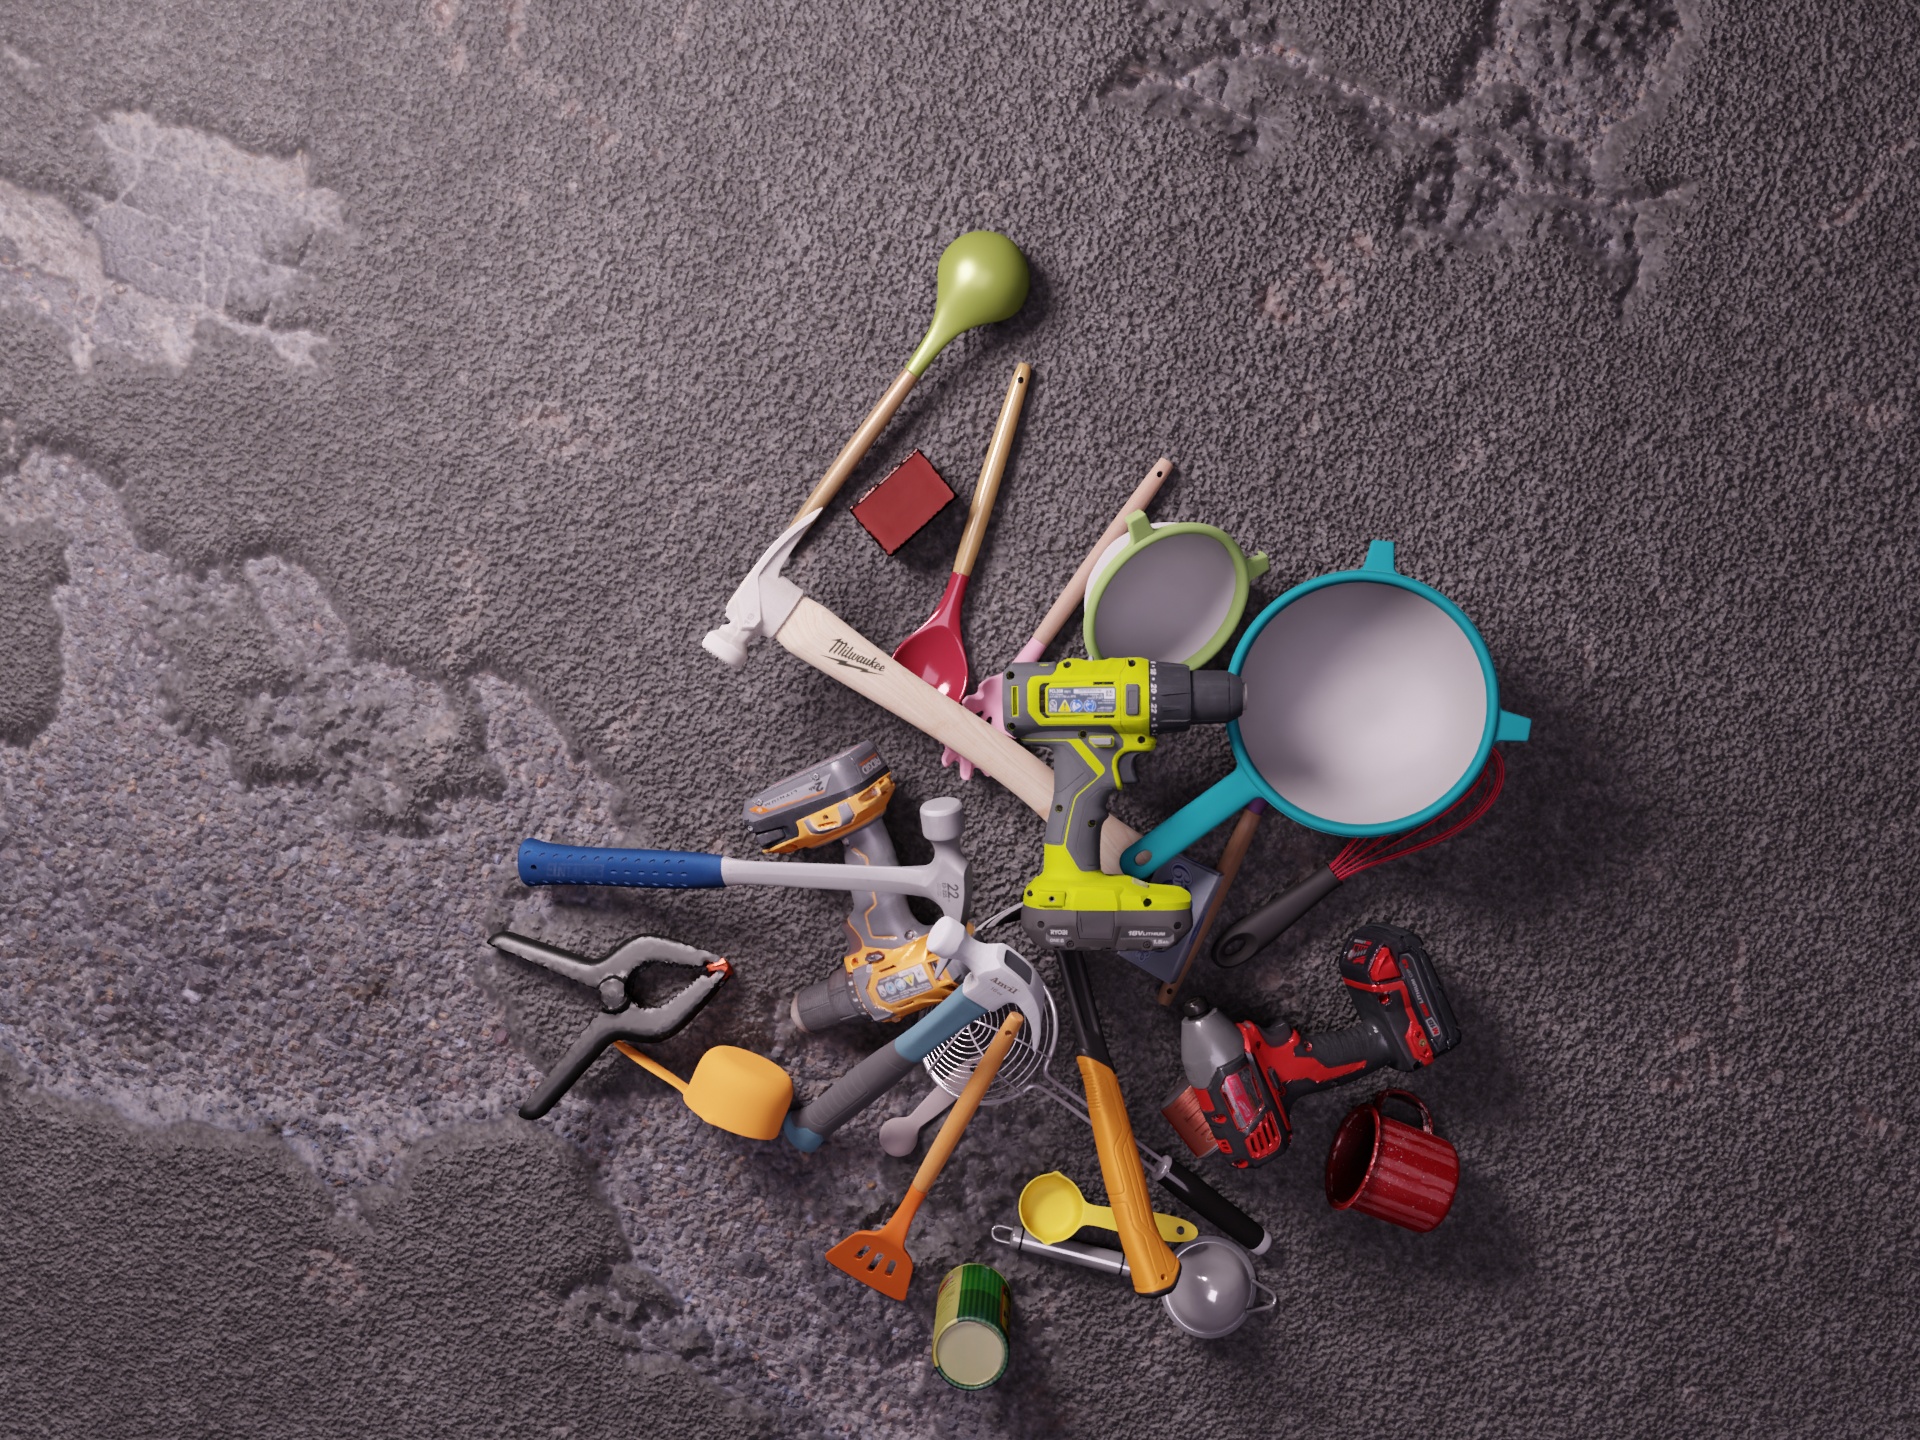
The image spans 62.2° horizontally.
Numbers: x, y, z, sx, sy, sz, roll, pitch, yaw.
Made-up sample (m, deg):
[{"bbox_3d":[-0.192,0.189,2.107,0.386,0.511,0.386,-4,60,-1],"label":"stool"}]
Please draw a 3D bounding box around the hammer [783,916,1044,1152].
[{"bbox_3d":[-0.051,0.273,1.294,0.128,0.033,0.331,32,130,-16],"label":"hammer"}]

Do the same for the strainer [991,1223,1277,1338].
[{"bbox_3d":[0.152,0.479,1.388,0.258,0.050,0.087,13,80,4],"label":"strainer"}]

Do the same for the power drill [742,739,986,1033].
[{"bbox_3d":[-0.099,0.152,1.341,0.185,0.084,0.226,-24,95,24],"label":"power drill"}]

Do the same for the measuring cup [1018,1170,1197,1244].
[{"bbox_3d":[0.127,0.433,1.383,0.156,0.029,0.062,10,72,0],"label":"measuring cup"}]

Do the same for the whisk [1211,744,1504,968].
[{"bbox_3d":[0.330,0.117,1.340,0.296,0.073,0.073,-39,93,12],"label":"whisk"}]

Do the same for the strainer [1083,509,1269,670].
[{"bbox_3d":[0.135,-0.064,1.330,0.151,0.069,0.256,12,117,-33],"label":"strainer"}]

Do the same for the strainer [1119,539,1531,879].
[{"bbox_3d":[0.275,0.023,1.306,0.340,0.095,0.211,-38,82,15],"label":"strainer"}]

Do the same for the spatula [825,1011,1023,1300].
[{"bbox_3d":[-0.022,0.371,1.345,0.081,0.041,0.322,28,109,3],"label":"spatula"}]

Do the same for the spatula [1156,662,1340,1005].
[{"bbox_3d":[0.242,0.102,1.359,0.060,0.018,0.316,25,95,-1],"label":"spatula"}]

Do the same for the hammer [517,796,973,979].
[{"bbox_3d":[-0.182,0.130,1.302,0.405,0.035,0.144,0,109,20],"label":"hammer"}]

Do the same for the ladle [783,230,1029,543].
[{"bbox_3d":[-0.055,-0.270,1.333,0.078,0.062,0.320,37,102,-3],"label":"ladle"}]

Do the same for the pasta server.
[{"bbox_3d":[0.084,-0.088,1.339,0.060,0.040,0.316,35,95,-10],"label":"pasta server"}]

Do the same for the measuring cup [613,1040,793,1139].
[{"bbox_3d":[-0.223,0.298,1.375,0.174,0.095,0.052,26,91,18],"label":"measuring cup"}]

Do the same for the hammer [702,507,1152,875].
[{"bbox_3d":[-0.002,-0.004,1.307,0.410,0.038,0.146,35,89,-10],"label":"hammer"}]

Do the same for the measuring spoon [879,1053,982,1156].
[{"bbox_3d":[-0.022,0.337,1.391,0.124,0.018,0.034,-44,92,5],"label":"measuring spoon"}]

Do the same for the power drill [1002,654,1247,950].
[{"bbox_3d":[0.130,0.062,1.260,0.190,0.080,0.228,0,93,7],"label":"power drill"}]

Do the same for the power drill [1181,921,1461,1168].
[{"bbox_3d":[0.287,0.258,1.310,0.219,0.078,0.143,-25,94,-13],"label":"power drill"}]

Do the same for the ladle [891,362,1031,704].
[{"bbox_3d":[0.007,-0.149,1.343,0.069,0.031,0.315,17,94,-6],"label":"ladle"}]

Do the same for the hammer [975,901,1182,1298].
[{"bbox_3d":[0.112,0.308,1.313,0.127,0.034,0.337,-11,81,-31],"label":"hammer"}]

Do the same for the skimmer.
[{"bbox_3d":[0.122,0.343,1.381,0.363,0.090,0.127,39,89,-12],"label":"skimmer"}]
